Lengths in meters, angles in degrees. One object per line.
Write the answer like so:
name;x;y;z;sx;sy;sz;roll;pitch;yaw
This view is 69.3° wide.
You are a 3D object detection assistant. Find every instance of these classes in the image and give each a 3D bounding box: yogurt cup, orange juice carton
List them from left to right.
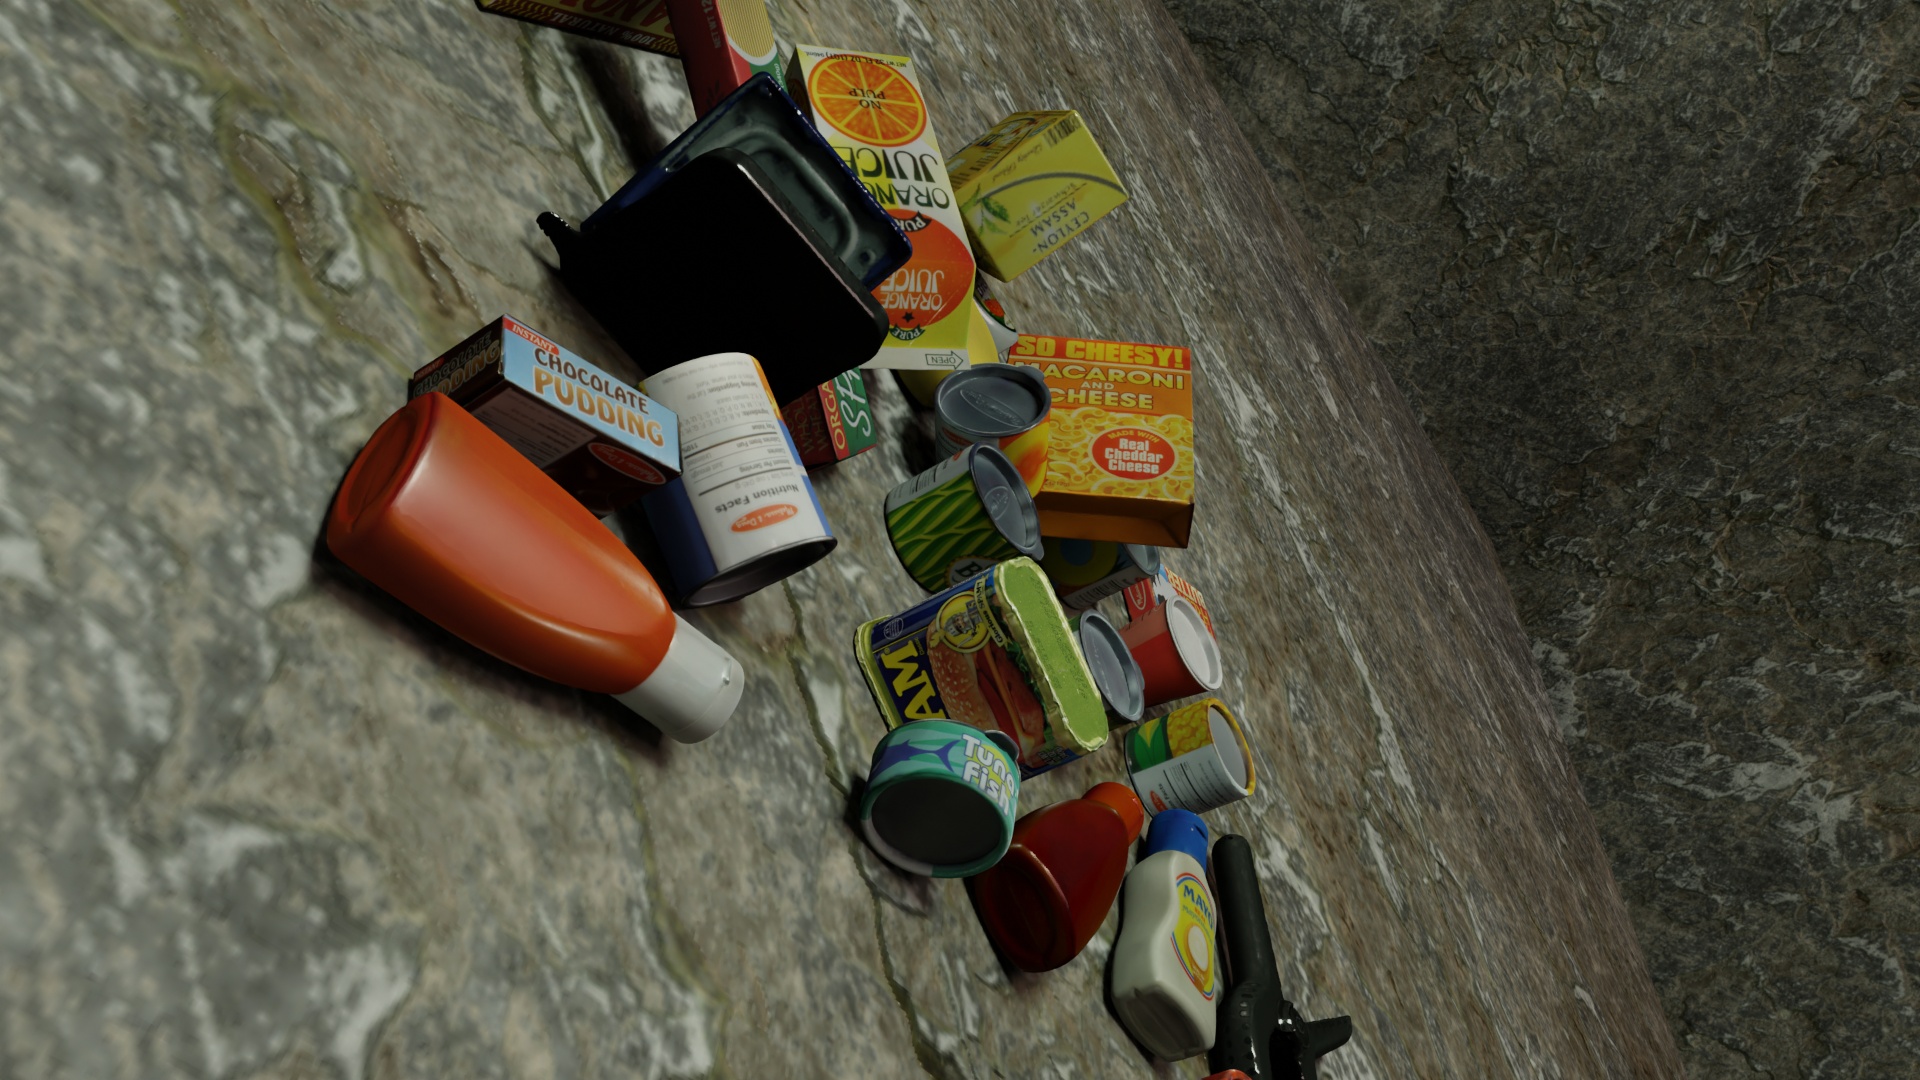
orange juice carton;-0.049;-0.173;0.761;0.072;0.072;0.193;-3;62;-26
yogurt cup;0.134;0.077;0.921;0.072;0.054;0.073;45;30;-35

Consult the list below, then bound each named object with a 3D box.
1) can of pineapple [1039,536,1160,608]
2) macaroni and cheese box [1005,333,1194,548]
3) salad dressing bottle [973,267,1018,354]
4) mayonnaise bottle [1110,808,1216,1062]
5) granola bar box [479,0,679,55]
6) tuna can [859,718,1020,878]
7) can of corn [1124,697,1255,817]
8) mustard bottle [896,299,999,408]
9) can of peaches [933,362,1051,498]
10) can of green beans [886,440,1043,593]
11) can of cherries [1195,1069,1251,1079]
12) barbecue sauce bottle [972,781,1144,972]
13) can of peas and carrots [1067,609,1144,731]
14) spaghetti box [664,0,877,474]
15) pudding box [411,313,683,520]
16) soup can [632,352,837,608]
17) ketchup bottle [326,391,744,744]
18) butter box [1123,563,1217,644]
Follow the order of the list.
can of pineapple;0.088;0.002;0.902;0.071;0.057;0.071;45;29;-34
macaroni and cheese box;0.084;-0.067;0.883;0.167;0.124;0.040;-80;174;-49
salad dressing bottle;-0.018;-0.182;0.897;0.147;0.044;0.064;58;15;-11
mayonnaise bottle;0.116;0.210;0.768;0.064;0.041;0.149;53;27;-18
granola bar box;-0.141;-0.293;0.669;0.039;0.124;0.166;63;24;1
tuna can;-0.007;0.110;0.592;0.071;0.071;0.033;51;28;-24
can of corn;0.146;0.138;0.878;0.071;0.058;0.071;45;30;-35
mustard bottle;-0.030;-0.159;0.843;0.065;0.048;0.160;-10;74;-59
can of peaches;0.020;-0.060;0.796;0.071;0.071;0.057;-89;179;-46
can of green beans;0.002;-0.011;0.746;0.071;0.057;0.071;45;30;-34
can of cherries;0.115;0.293;0.661;0.071;0.058;0.072;46;29;-35
barbecue sauce bottle;0.057;0.159;0.700;0.065;0.043;0.149;65;24;3
can of peas and carrots;0.061;0.080;0.771;0.071;0.058;0.071;46;29;-35
spaghetti box;-0.091;-0.157;0.670;0.050;0.028;0.249;-33;111;-65
pudding box;-0.146;-0.041;0.495;0.083;0.049;0.030;32;40;-47
soup can;-0.097;-0.023;0.560;0.071;0.071;0.084;-5;70;-64
ketchup bottle;-0.134;0.018;0.466;0.148;0.043;0.065;44;31;-36
butter box;0.153;0.049;1.024;0.103;0.024;0.053;32;38;-48
